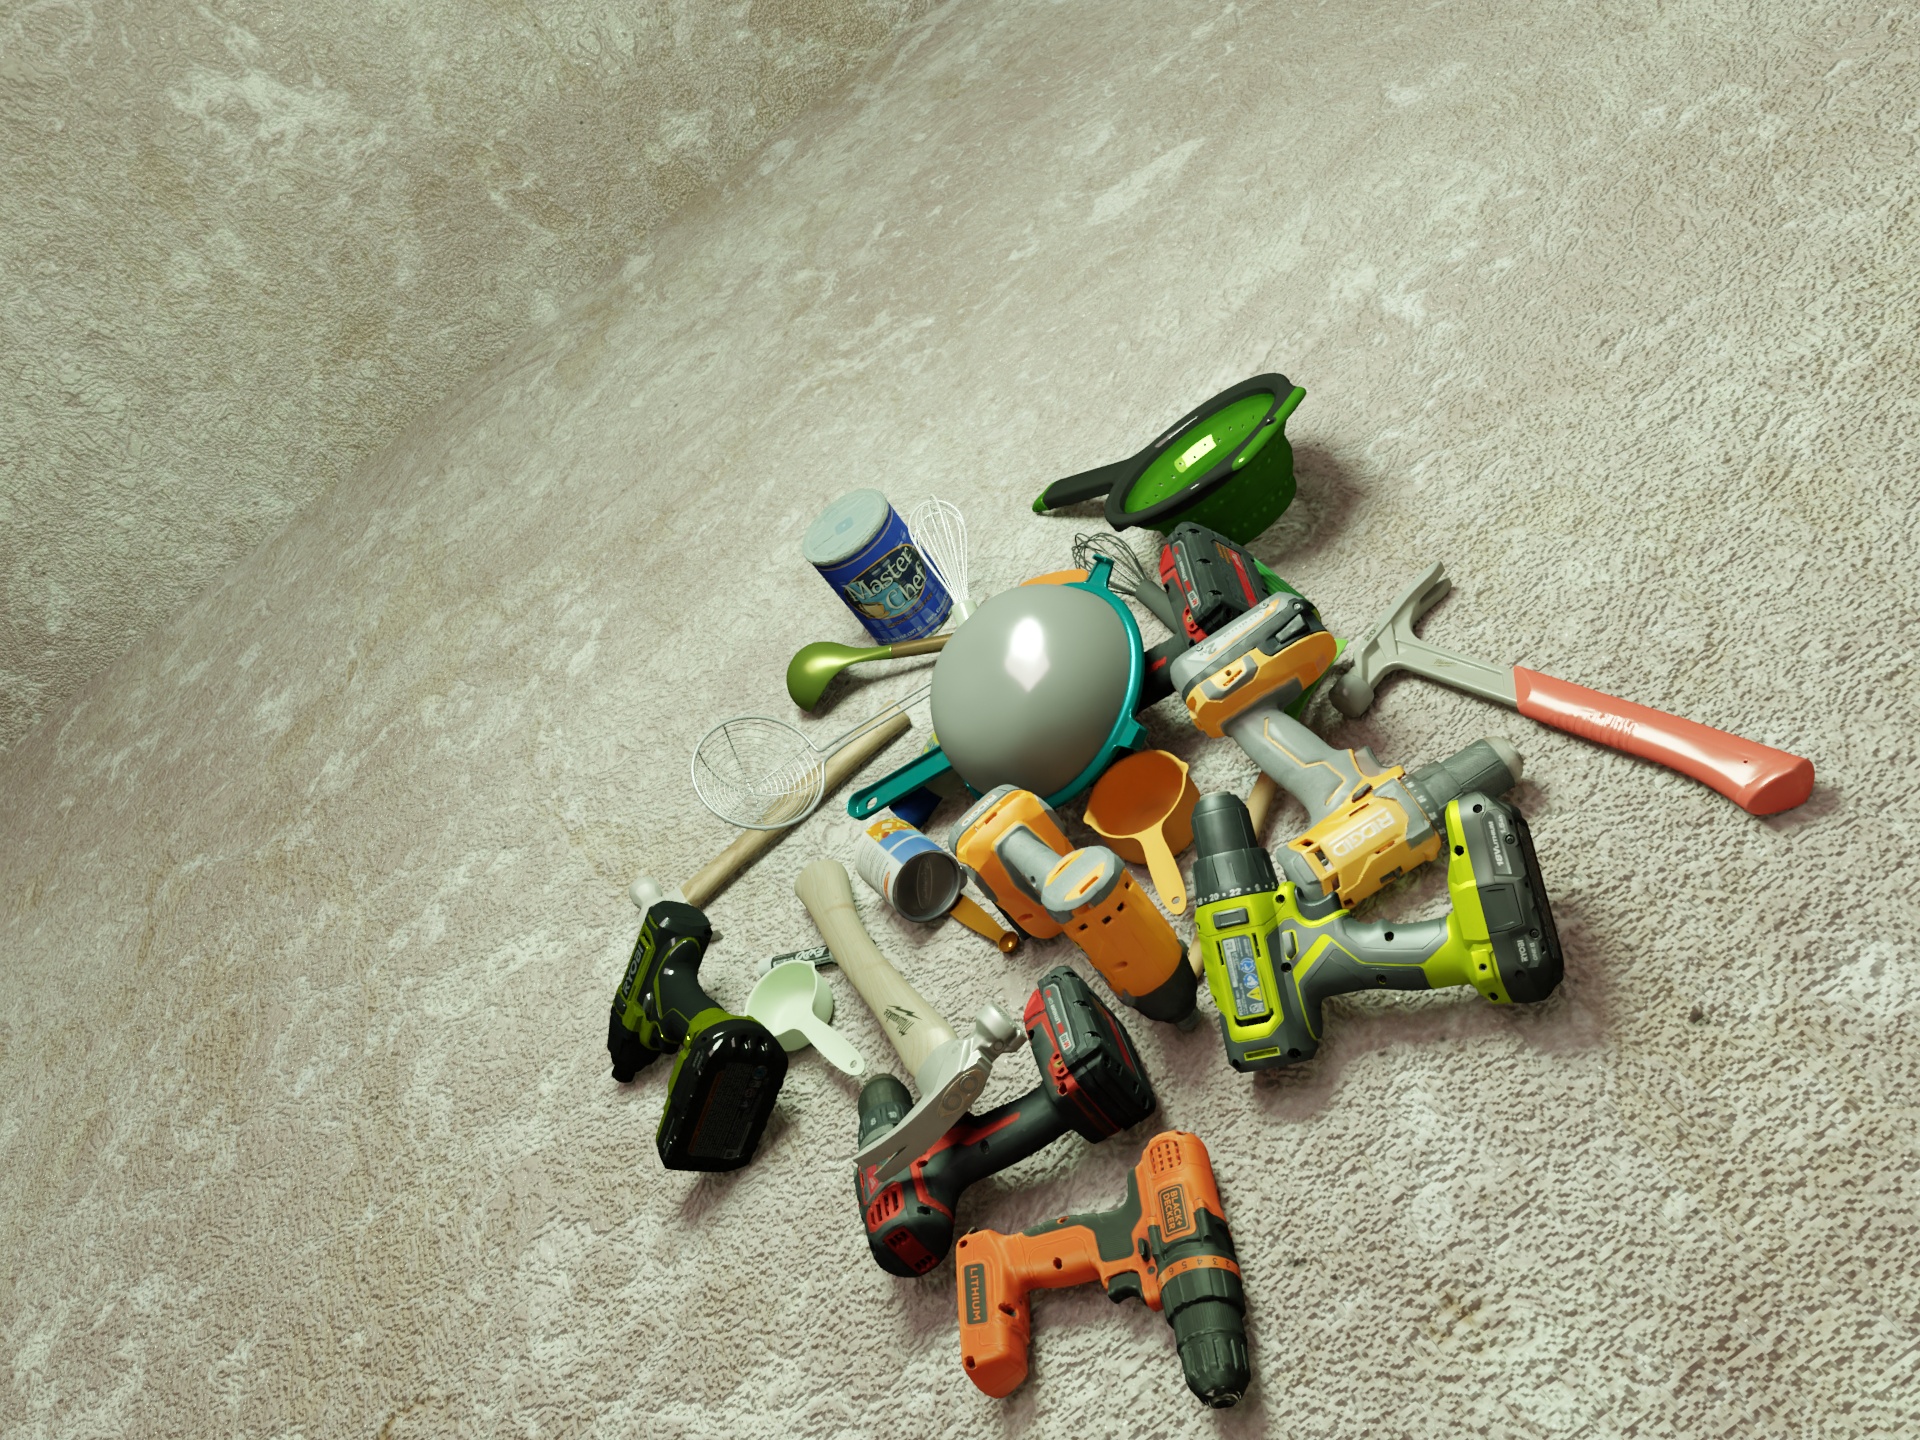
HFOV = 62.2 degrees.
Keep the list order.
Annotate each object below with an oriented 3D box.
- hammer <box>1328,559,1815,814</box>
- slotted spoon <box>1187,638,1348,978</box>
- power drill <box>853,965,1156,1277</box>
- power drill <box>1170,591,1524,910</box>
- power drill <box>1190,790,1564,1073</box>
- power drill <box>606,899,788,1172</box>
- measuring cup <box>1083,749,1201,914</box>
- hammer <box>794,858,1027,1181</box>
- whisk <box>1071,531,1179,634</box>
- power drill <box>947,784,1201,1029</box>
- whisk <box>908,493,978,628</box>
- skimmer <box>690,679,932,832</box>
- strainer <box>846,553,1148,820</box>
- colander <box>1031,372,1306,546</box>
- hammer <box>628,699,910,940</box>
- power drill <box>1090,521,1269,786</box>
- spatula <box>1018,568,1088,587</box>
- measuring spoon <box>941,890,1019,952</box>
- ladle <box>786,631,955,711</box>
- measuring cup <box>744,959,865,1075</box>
[{"bbox_3d":[0.440,-0.019,1.151,0.149,0.036,0.359,-48,37,-11],"label":"hammer"},{"bbox_3d":[0.235,0.061,1.241,0.314,0.031,0.070,-63,2,-23],"label":"slotted spoon"},{"bbox_3d":[0.016,0.280,1.164,0.226,0.080,0.188,-37,25,8],"label":"power drill"},{"bbox_3d":[0.282,0.012,1.175,0.185,0.084,0.226,-33,61,6],"label":"power drill"},{"bbox_3d":[0.266,0.123,1.064,0.228,0.080,0.191,-16,76,24],"label":"power drill"},{"bbox_3d":[-0.238,0.279,1.361,0.223,0.080,0.171,39,110,54],"label":"power drill"},{"bbox_3d":[0.159,0.100,1.254,0.095,0.052,0.174,-30,40,13],"label":"measuring cup"},{"bbox_3d":[-0.077,0.211,1.279,0.146,0.038,0.411,-46,25,-2],"label":"hammer"},{"bbox_3d":[0.172,-0.116,1.475,0.055,0.055,0.239,-41,41,-2],"label":"whisk"},{"bbox_3d":[0.091,0.144,1.199,0.084,0.164,0.227,-42,25,-8],"label":"power drill"},{"bbox_3d":[0.001,-0.119,1.558,0.058,0.059,0.247,-12,63,-12],"label":"whisk"},{"bbox_3d":[-0.080,-0.014,1.486,0.363,0.090,0.127,-30,63,11],"label":"skimmer"},{"bbox_3d":[-0.002,-0.004,1.353,0.340,0.095,0.211,-32,49,32],"label":"strainer"},{"bbox_3d":[0.200,-0.215,1.528,0.204,0.094,0.397,-49,20,-21],"label":"colander"},{"bbox_3d":[-0.180,0.099,1.557,0.331,0.031,0.130,-41,37,-3],"label":"hammer"},{"bbox_3d":[0.156,-0.057,1.346,0.219,0.078,0.143,-45,39,32],"label":"power drill"},{"bbox_3d":[0.057,-0.004,1.455,0.081,0.041,0.323,-9,47,35],"label":"spatula"},{"bbox_3d":[0.016,0.169,1.340,0.021,0.011,0.117,-52,35,-7],"label":"measuring spoon"},{"bbox_3d":[-0.038,-0.066,1.609,0.320,0.062,0.078,-9,45,25],"label":"ladle"},{"bbox_3d":[-0.119,0.262,1.335,0.083,0.038,0.168,-48,40,-11],"label":"measuring cup"}]
